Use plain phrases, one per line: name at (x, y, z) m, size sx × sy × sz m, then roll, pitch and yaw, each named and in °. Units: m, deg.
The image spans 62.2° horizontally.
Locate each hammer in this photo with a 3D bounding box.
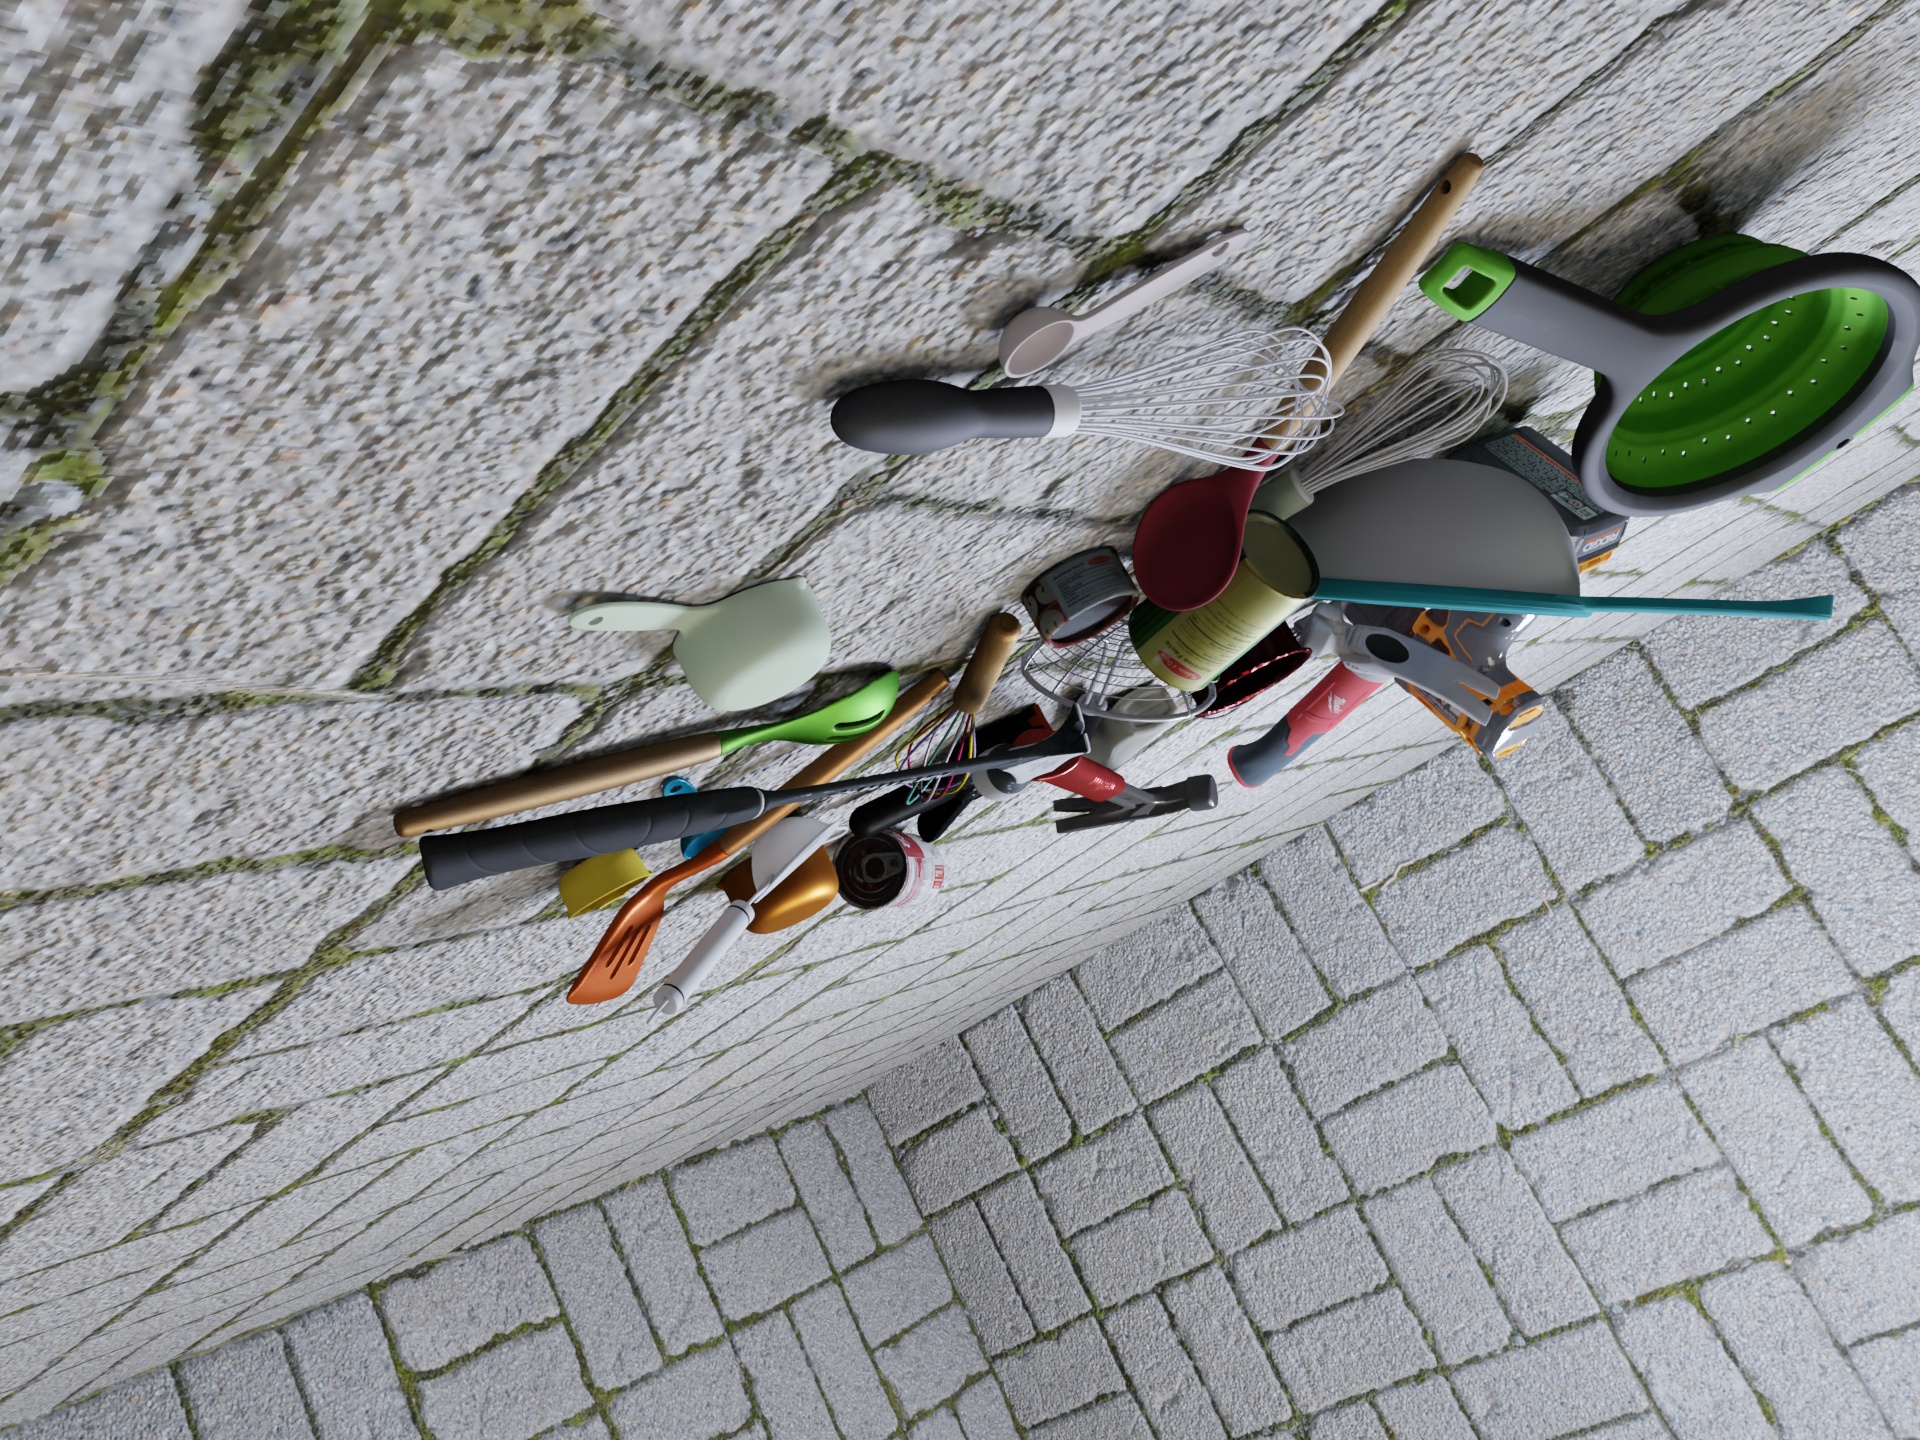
hammer at (-0.107, 0.047, 0.931) m, size 0.408 × 0.036 × 0.149 m, roll -9°, pitch 170°, yaw -29°
hammer at (0.099, 0.051, 1.259) m, size 0.149 × 0.037 × 0.359 m, roll -10°, pitch 168°, yaw 18°
hammer at (0.299, 0.005, 1.293) m, size 0.386 × 0.143 × 0.038 m, roll 104°, pitch 11°, yaw -75°

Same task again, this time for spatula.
spatula at (-0.131, 0.076, 1.039) m, size 0.322 × 0.041 × 0.081 m, roll -38°, pitch 165°, yaw 9°

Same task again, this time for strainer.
strainer at (-0.152, 0.129, 1.114) m, size 0.087 × 0.050 × 0.258 m, roll -47°, pitch -176°, yaw 36°
strainer at (0.352, -0.113, 0.988) m, size 0.340 × 0.095 × 0.211 m, roll 6°, pitch -175°, yaw 33°

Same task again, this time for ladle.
ladle at (0.171, -0.162, 0.813) m, size 0.031 × 0.069 × 0.315 m, roll -20°, pitch 158°, yaw -32°

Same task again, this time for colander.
colander at (0.388, -0.231, 0.912) m, size 0.396 × 0.095 × 0.204 m, roll 7°, pitch 142°, yaw -35°

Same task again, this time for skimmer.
skimmer at (0.099, 0.000, 1.156) m, size 0.127 × 0.090 × 0.363 m, roll 7°, pitch 166°, yaw 0°

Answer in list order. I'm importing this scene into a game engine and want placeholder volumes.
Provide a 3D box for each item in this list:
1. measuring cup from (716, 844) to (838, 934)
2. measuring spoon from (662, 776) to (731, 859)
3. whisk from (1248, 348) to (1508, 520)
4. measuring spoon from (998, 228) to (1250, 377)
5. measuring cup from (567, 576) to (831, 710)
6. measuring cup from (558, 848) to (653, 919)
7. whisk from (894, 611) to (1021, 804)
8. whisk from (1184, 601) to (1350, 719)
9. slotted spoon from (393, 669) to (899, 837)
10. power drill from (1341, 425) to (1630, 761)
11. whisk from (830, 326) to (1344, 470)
measuring cup at (-0.142, 0.148, 1.308) m, size 0.095 × 0.052 × 0.173 m, roll -24°, pitch 163°, yaw -10°
measuring spoon at (-0.174, 0.056, 1.025) m, size 0.042 × 0.021 × 0.128 m, roll -30°, pitch 157°, yaw -8°
whisk at (0.211, -0.144, 0.950) m, size 0.246 × 0.058 × 0.059 m, roll -31°, pitch 130°, yaw 29°
measuring spoon at (0.065, -0.177, 0.649) m, size 0.124 × 0.018 × 0.034 m, roll -30°, pitch 167°, yaw -15°
measuring cup at (-0.121, -0.033, 0.750) m, size 0.083 × 0.038 × 0.167 m, roll -34°, pitch 166°, yaw 24°
measuring cup at (-0.242, 0.110, 1.079) m, size 0.062 × 0.029 × 0.156 m, roll -29°, pitch 178°, yaw -14°
whisk at (-0.004, -0.004, 1.067) m, size 0.051 × 0.047 × 0.244 m, roll -33°, pitch 165°, yaw -27°
whisk at (0.290, -0.071, 1.339) m, size 0.239 × 0.055 × 0.055 m, roll -29°, pitch 166°, yaw -7°
slotted spoon at (-0.162, 0.021, 0.895) m, size 0.313 × 0.031 × 0.070 m, roll -15°, pitch 165°, yaw -34°
power drill at (0.375, -0.104, 1.177) m, size 0.084 × 0.186 × 0.226 m, roll -21°, pitch 141°, yaw -27°
whisk at (0.065, -0.136, 0.700) m, size 0.284 × 0.070 × 0.070 m, roll -11°, pitch 159°, yaw -35°
